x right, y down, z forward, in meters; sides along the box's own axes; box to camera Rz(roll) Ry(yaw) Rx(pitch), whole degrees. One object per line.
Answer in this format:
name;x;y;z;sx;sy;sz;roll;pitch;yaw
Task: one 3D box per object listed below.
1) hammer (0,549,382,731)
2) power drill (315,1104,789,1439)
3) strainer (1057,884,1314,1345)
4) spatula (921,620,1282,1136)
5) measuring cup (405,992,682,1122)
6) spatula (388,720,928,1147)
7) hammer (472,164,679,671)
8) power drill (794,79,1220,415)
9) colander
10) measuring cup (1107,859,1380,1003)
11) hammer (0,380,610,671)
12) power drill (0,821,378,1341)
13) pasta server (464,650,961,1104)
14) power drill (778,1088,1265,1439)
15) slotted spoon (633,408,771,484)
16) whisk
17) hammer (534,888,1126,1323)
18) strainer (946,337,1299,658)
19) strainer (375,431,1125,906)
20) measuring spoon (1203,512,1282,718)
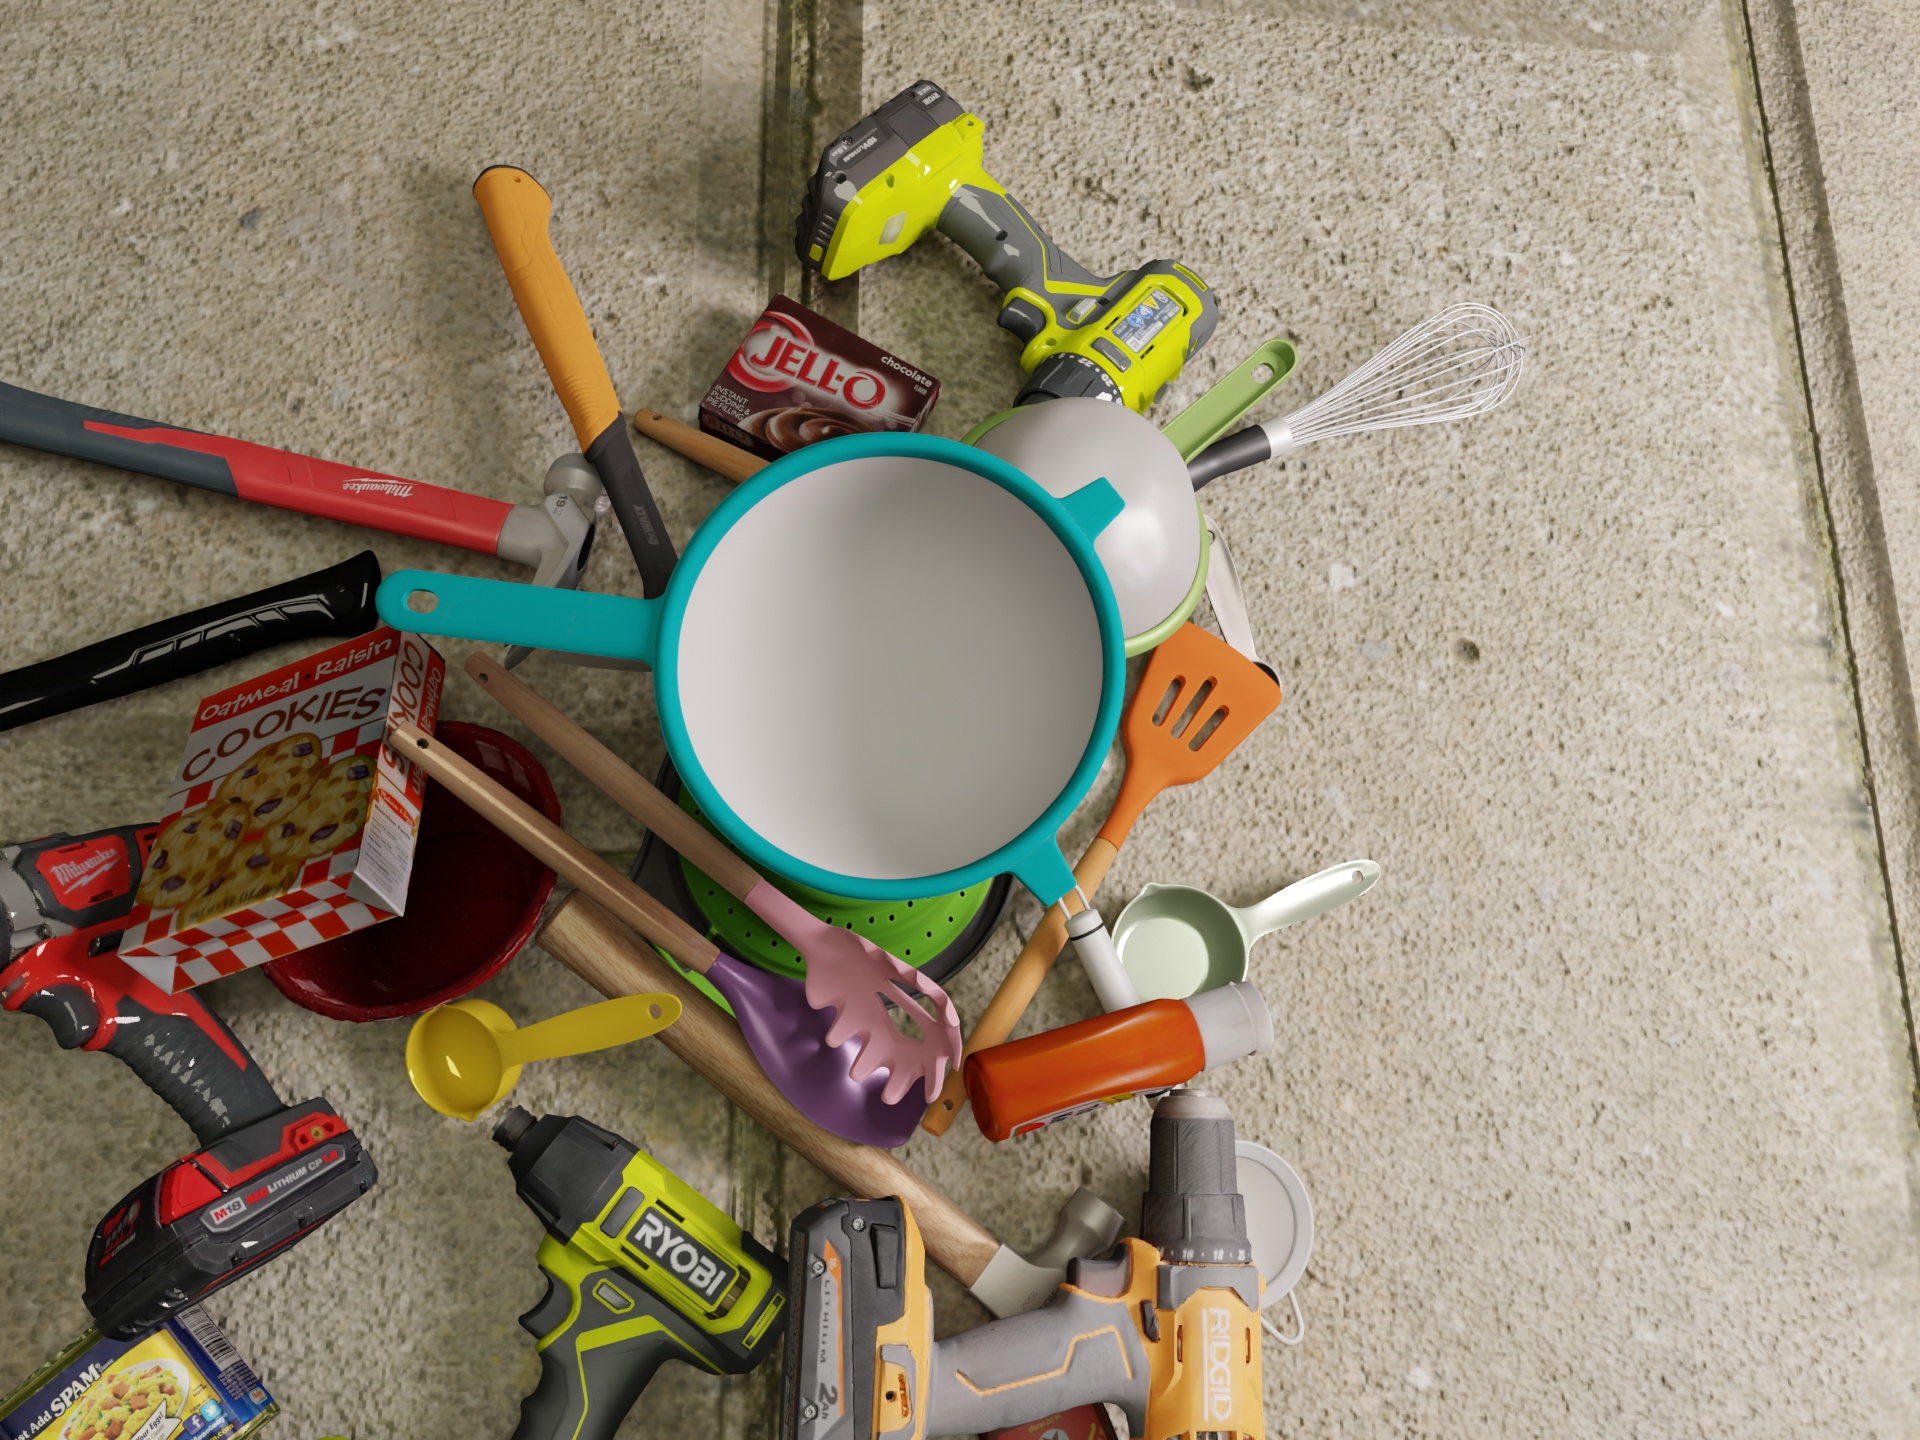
hammer;-0.466;-0.024;0.822;0.334;0.035;0.146;-21;79;-14
power drill;-0.205;0.308;0.750;0.171;0.080;0.223;37;69;2
strainer;0.109;0.200;0.824;0.087;0.050;0.258;-26;91;-15
spatula;0.069;0.083;0.855;0.081;0.041;0.323;35;62;0
measuring cup;-0.200;0.154;0.781;0.156;0.029;0.062;-16;91;17
spatula;-0.141;0.103;0.763;0.315;0.018;0.060;39;58;-10
hammer;-0.209;-0.173;0.867;0.127;0.034;0.337;-4;61;-44
power drill;0.018;-0.247;0.920;0.228;0.080;0.190;40;58;3
colander;-0.001;-0.003;0.854;0.397;0.094;0.204;-40;84;-16
measuring cup;0.155;0.114;0.877;0.167;0.038;0.083;-20;79;-15
hammer;-0.391;-0.124;0.839;0.386;0.038;0.143;13;47;-2
power drill;-0.391;0.156;0.713;0.080;0.188;0.227;-37;83;24
pasta server;-0.124;0.067;0.766;0.316;0.040;0.060;38;109;9
power drill;0.035;0.265;0.747;0.226;0.084;0.185;5;75;-12
slotted spoon;-0.054;-0.105;0.870;0.314;0.031;0.070;28;49;18
whisk;0.217;-0.182;0.962;0.284;0.070;0.070;-22;79;-8
hammer;-0.078;0.204;0.799;0.331;0.031;0.130;40;74;-4
strainer;0.102;-0.141;0.825;0.256;0.069;0.151;-41;83;-24
strainer;-0.095;-0.030;0.752;0.340;0.095;0.211;7;85;2
measuring spoon;0.156;-0.061;0.927;0.034;0.018;0.124;-15;86;-8
